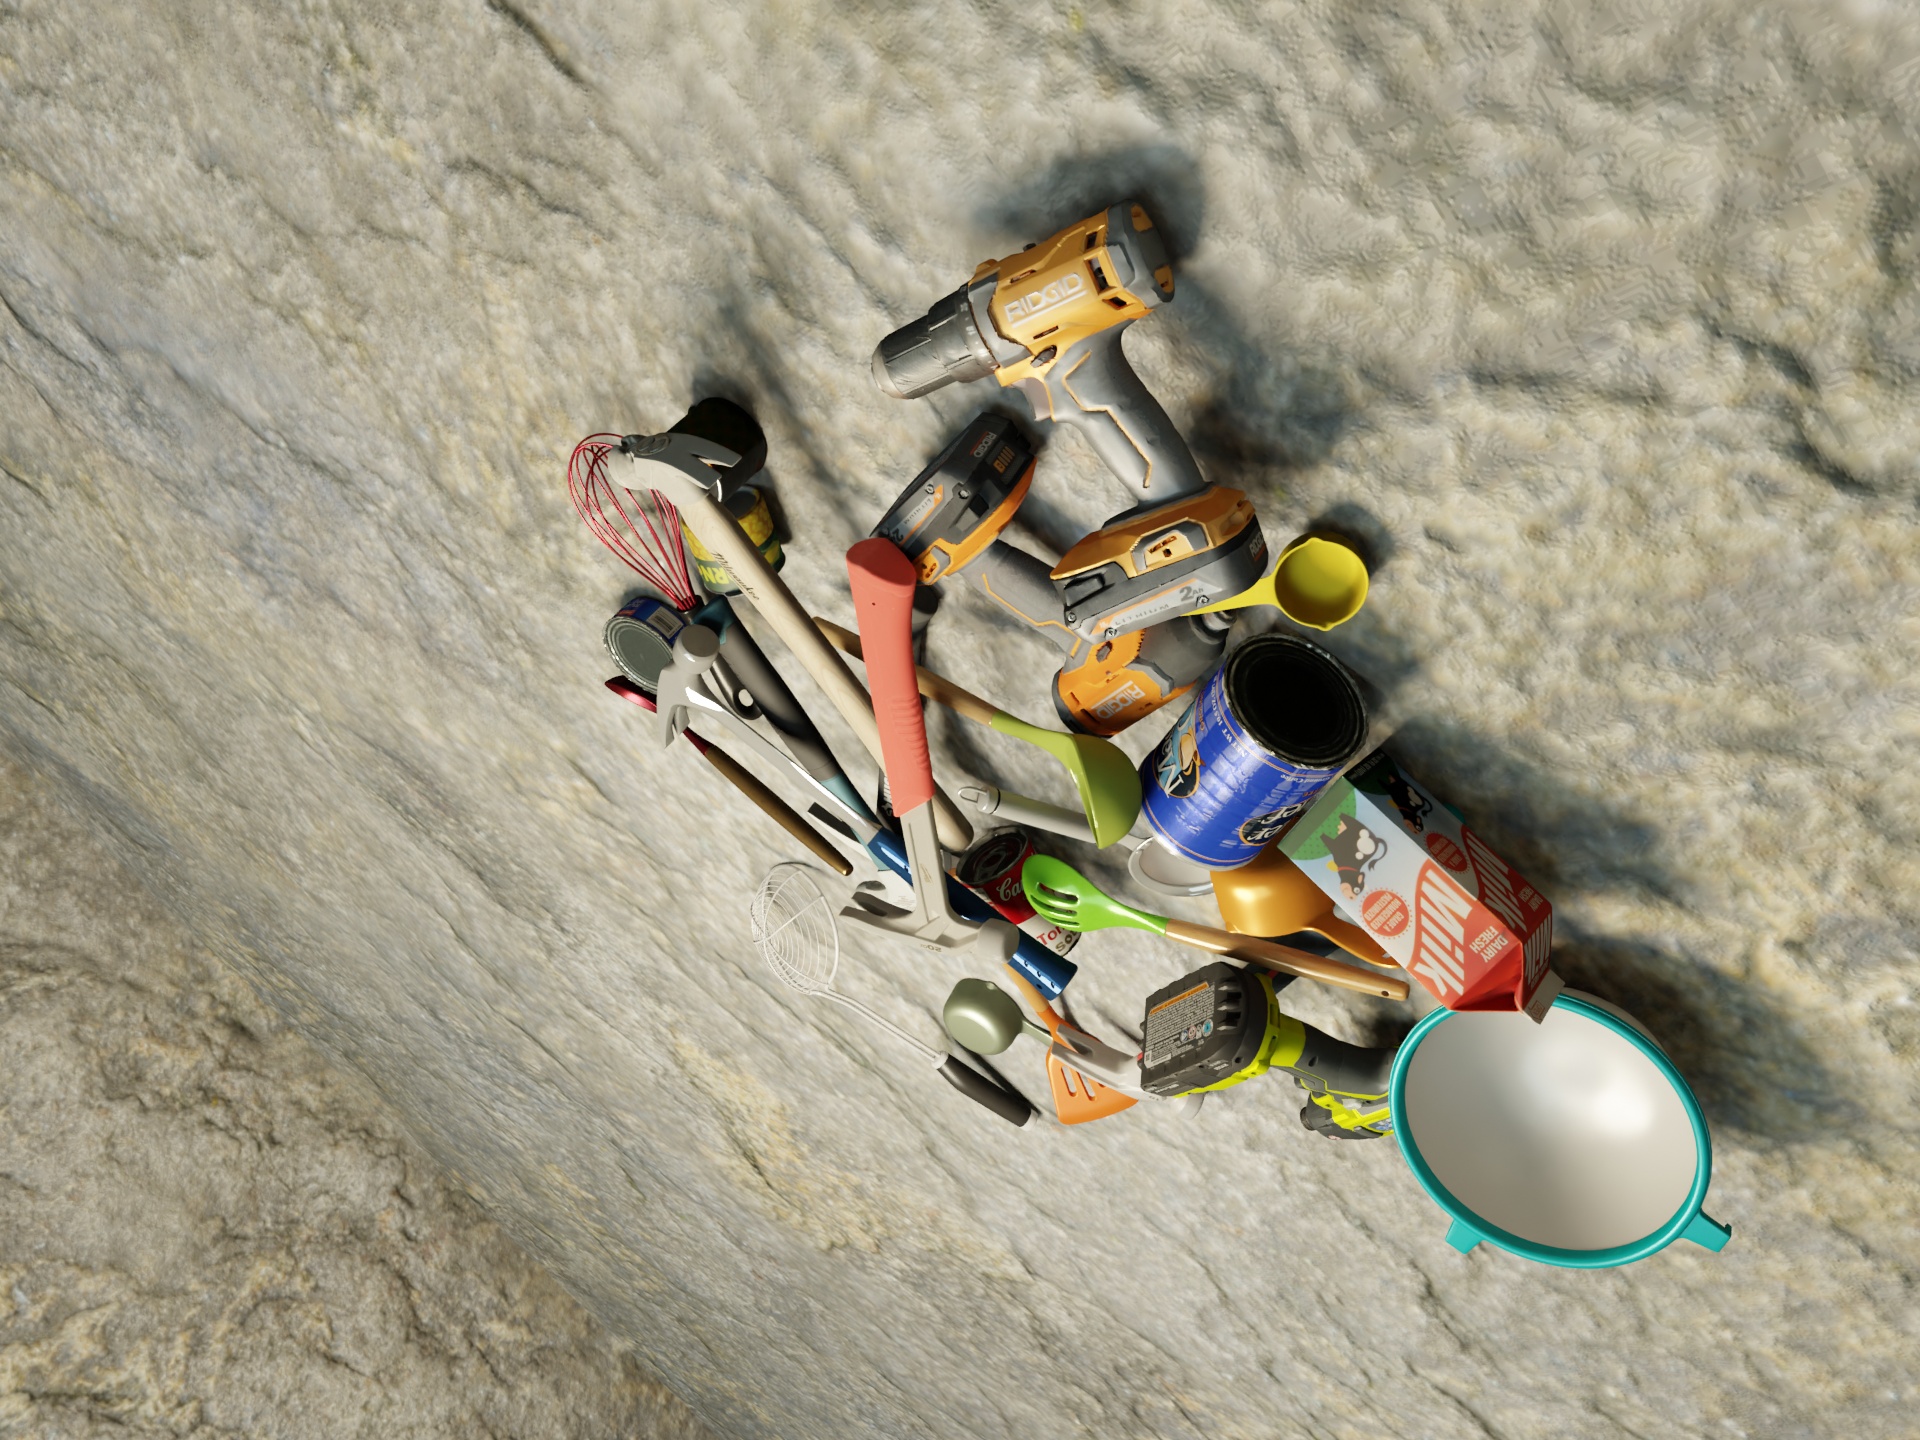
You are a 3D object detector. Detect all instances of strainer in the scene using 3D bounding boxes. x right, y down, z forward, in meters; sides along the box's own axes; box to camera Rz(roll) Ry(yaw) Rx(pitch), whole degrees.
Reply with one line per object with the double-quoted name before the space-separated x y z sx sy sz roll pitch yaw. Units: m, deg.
"strainer" 0.394 0.206 1.104 0.211 0.095 0.340 -15 98 37
"strainer" 0.110 0.081 1.162 0.258 0.050 0.087 17 138 -26

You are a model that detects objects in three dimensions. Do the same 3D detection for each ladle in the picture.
"ladle" -0.202 0.042 1.384 0.316 0.031 0.069 37 176 29
"ladle" -0.002 -0.004 1.138 0.320 0.062 0.078 28 150 32

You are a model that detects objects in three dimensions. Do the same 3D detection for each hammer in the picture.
"hammer" -0.056 0.008 1.290 0.146 0.035 0.334 24 140 17
"hammer" 0.208 0.216 1.272 0.143 0.038 0.386 26 141 -6
"hammer" -0.046 0.029 1.142 0.149 0.037 0.358 12 132 25
"hammer" -0.117 0.034 1.310 0.128 0.033 0.330 -10 122 44
"hammer" -0.097 -0.042 1.165 0.146 0.038 0.410 18 150 52
"hammer" -0.079 0.087 1.273 0.405 0.035 0.144 38 145 1

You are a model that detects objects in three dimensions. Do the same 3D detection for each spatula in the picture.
"spatula" 0.063 0.245 1.408 0.081 0.041 0.322 -21 126 15

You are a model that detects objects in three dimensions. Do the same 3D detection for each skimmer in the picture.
"skimmer" -0.058 0.279 1.576 0.363 0.090 0.127 37 141 -15

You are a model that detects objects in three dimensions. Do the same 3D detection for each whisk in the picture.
"whisk" -0.231 -0.110 1.295 0.073 0.073 0.295 5 137 36

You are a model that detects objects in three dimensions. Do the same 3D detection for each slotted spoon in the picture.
"slotted spoon" 0.180 0.161 1.193 0.314 0.031 0.070 13 131 28

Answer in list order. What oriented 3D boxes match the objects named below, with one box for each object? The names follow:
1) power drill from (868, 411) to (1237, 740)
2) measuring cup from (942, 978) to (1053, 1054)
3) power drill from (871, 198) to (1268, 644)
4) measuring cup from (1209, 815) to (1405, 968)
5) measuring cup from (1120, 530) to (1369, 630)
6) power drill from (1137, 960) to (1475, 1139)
"power drill" 0.068 -0.094 1.053 0.226 0.084 0.164 41 142 -11
"measuring cup" 0.057 0.304 1.498 0.168 0.038 0.083 26 141 18
"power drill" 0.062 -0.162 0.929 0.185 0.084 0.226 -19 103 27
"measuring cup" 0.239 0.117 1.089 0.174 0.095 0.052 30 147 59
"measuring cup" 0.173 -0.084 0.982 0.156 0.029 0.062 -5 118 20
"power drill" 0.255 0.267 1.223 0.223 0.080 0.171 22 146 -20
